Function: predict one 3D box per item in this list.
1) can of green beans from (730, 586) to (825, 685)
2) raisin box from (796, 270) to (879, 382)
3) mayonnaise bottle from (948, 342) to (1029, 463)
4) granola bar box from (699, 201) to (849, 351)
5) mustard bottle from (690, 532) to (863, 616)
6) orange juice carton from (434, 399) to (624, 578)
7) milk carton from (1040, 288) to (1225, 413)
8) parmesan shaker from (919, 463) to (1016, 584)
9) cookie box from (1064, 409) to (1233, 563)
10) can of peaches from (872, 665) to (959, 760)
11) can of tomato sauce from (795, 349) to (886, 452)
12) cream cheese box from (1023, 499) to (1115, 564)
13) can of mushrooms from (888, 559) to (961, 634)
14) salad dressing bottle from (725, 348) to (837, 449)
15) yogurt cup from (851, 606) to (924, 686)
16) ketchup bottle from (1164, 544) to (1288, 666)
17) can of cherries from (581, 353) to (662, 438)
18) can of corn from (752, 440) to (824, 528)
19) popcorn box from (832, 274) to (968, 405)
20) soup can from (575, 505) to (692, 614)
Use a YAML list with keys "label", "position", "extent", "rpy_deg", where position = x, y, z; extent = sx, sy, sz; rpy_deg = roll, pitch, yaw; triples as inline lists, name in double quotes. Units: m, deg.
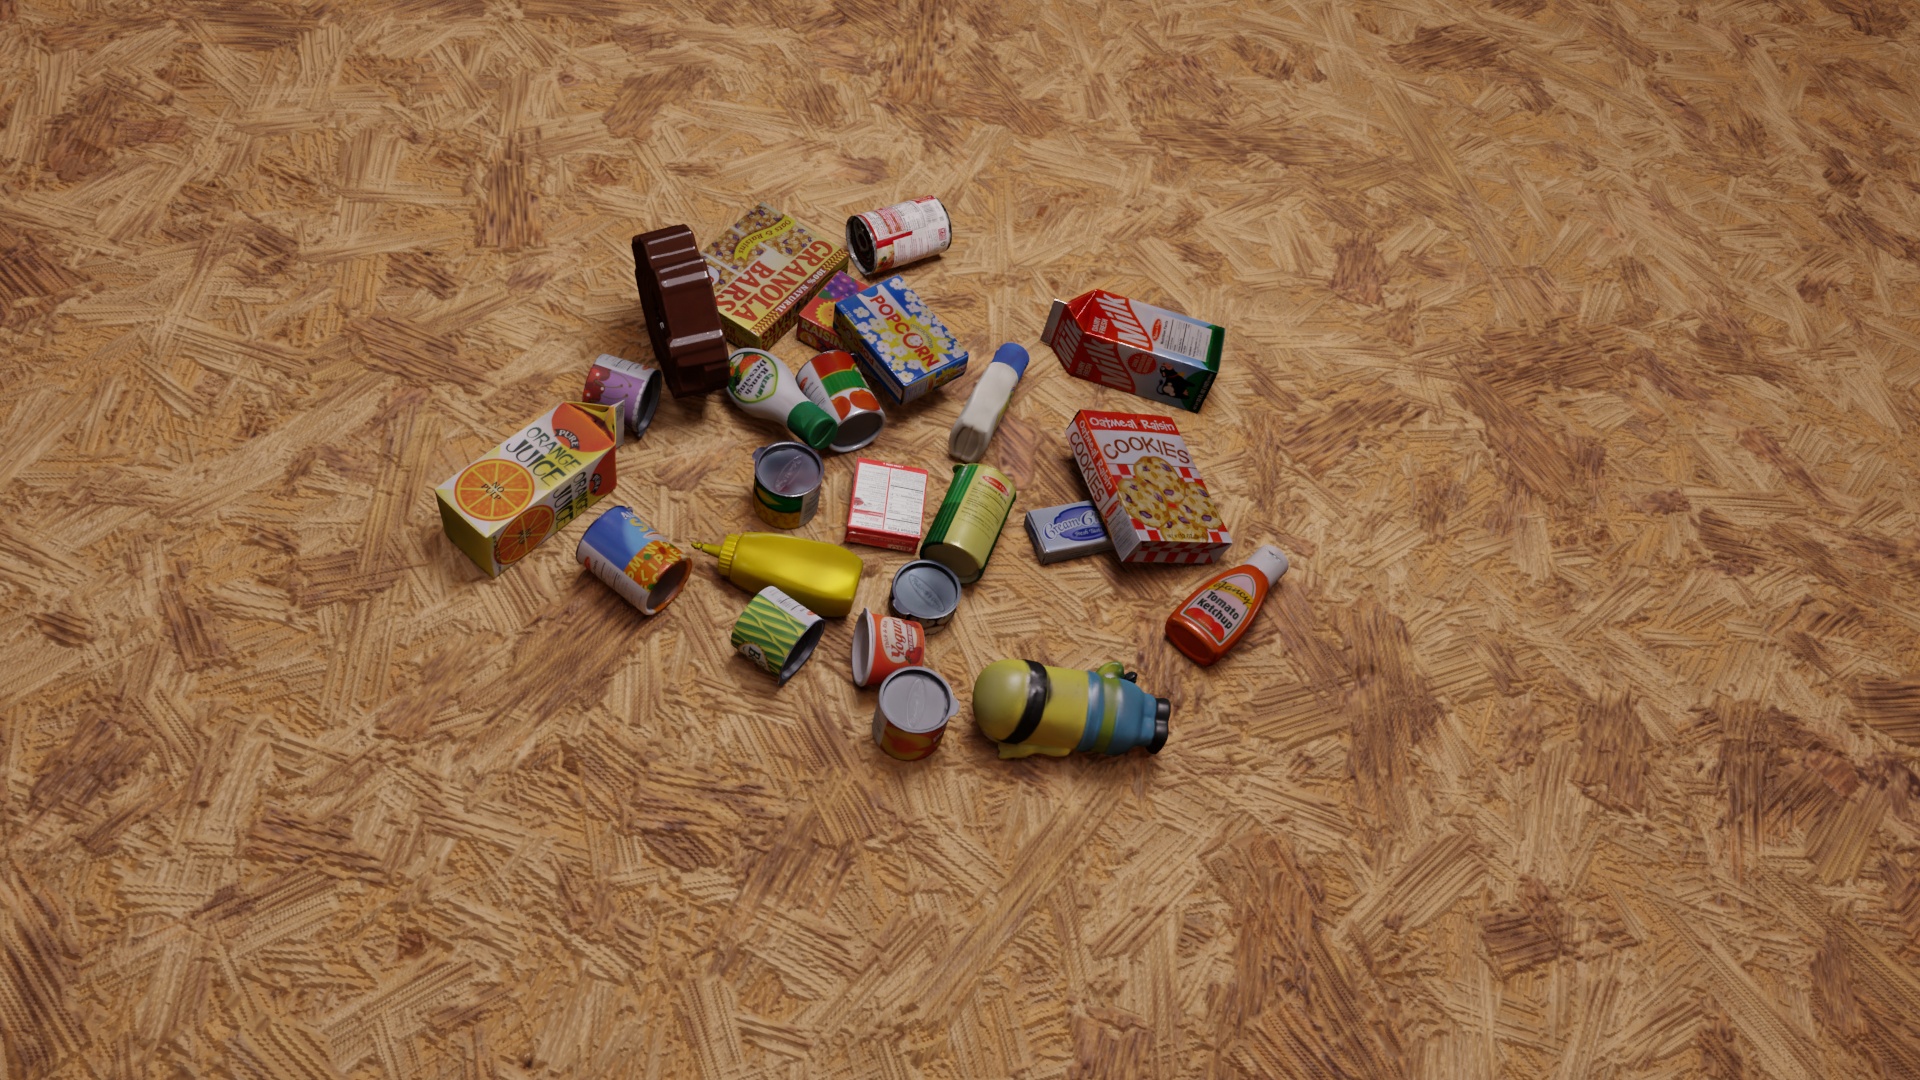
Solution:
- label: "can of green beans"
  position: [-0.165, 0.083, 1.250]
  extent: [0.058, 0.071, 0.071]
  rpy_deg: [32, 56, 12]
- label: "raisin box"
  position: [-0.102, -0.228, 1.495]
  extent: [0.123, 0.039, 0.086]
  rpy_deg: [29, 56, 7]
- label: "mayonnaise bottle"
  position: [0.032, -0.150, 1.456]
  extent: [0.041, 0.064, 0.149]
  rpy_deg: [25, 51, 2]
- label: "granola bar box"
  position: [-0.218, -0.285, 1.510]
  extent: [0.124, 0.038, 0.166]
  rpy_deg: [32, 55, 11]
- label: "mustard bottle"
  position: [-0.174, 0.024, 1.299]
  extent: [0.160, 0.048, 0.065]
  rpy_deg: [16, 54, 0]
- label: "orange juice carton"
  position: [-0.387, -0.060, 1.299]
  extent: [0.073, 0.071, 0.193]
  rpy_deg: [38, 57, 14]
- label: "milk carton"
  position: [0.186, -0.214, 1.525]
  extent: [0.191, 0.072, 0.074]
  rpy_deg: [17, 54, -1]
- label: "parmesan shaker"
  position: [0.005, -0.017, 1.353]
  extent: [0.071, 0.071, 0.103]
  rpy_deg: [22, 55, 4]
- label: "cookie box"
  position: [0.191, -0.056, 1.416]
  extent: [0.123, 0.040, 0.168]
  rpy_deg: [1, 53, -33]
- label: "can of peaches"
  position: [-0.041, 0.155, 1.231]
  extent: [0.071, 0.057, 0.071]
  rpy_deg: [6, 54, -8]
- label: "can of tomato sauce"
  position: [-0.120, -0.142, 1.415]
  extent: [0.071, 0.070, 0.083]
  rpy_deg: [-18, 62, -22]
- label: "cream cheese box"
  position: [0.121, -0.011, 1.400]
  extent: [0.104, 0.024, 0.053]
  rpy_deg: [-10, 57, -18]
- label: "can of mushrooms"
  position: [-0.036, 0.055, 1.316]
  extent: [0.071, 0.033, 0.071]
  rpy_deg: [6, 55, -9]
- label: "salad dressing bottle"
  position: [-0.180, -0.141, 1.390]
  extent: [0.148, 0.044, 0.064]
  rpy_deg: [38, 88, 34]
- label: "yogurt cup"
  position: [-0.065, 0.100, 1.261]
  extent: [0.054, 0.072, 0.073]
  rpy_deg: [5, 55, -18]
- label: "ketchup bottle"
  position: [0.268, 0.059, 1.371]
  extent: [0.065, 0.043, 0.149]
  rpy_deg: [41, 57, 16]
- label: "can of cherries"
  position: [-0.335, -0.143, 1.372]
  extent: [0.058, 0.071, 0.072]
  rpy_deg: [17, 54, 0]
- label: "can of corn"
  position: [-0.170, -0.055, 1.348]
  extent: [0.071, 0.058, 0.071]
  rpy_deg: [6, 55, -8]
- label: "popcorn box"
  position: [-0.063, -0.208, 1.442]
  extent: [0.085, 0.038, 0.127]
  rpy_deg: [-30, 68, -26]
- label: "soup can"
  position: [-0.295, 0.016, 1.268]
  extent: [0.084, 0.071, 0.072]
  rpy_deg: [36, 56, 12]
